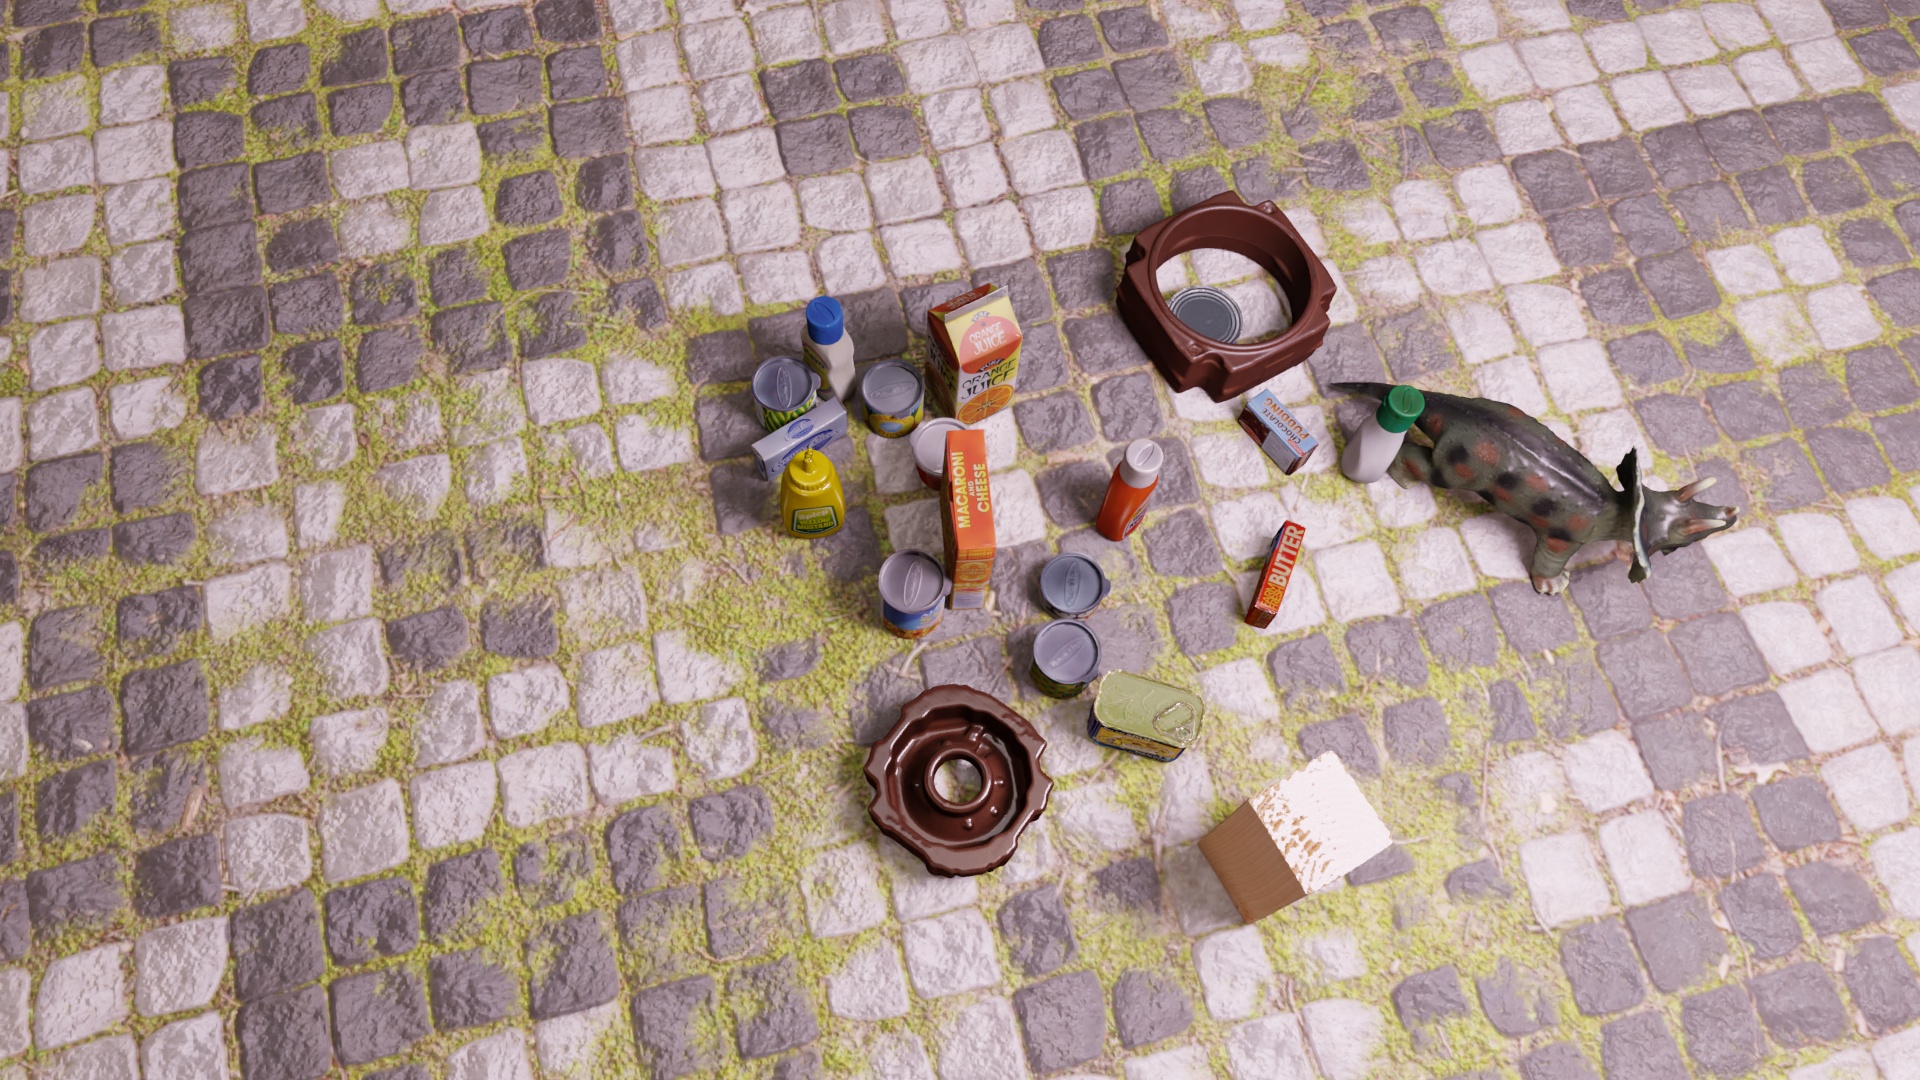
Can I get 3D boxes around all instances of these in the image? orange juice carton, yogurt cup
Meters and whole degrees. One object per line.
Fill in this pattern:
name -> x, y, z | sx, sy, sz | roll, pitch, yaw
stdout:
orange juice carton -> 0.011, -0.193, 1.410 | 0.072, 0.192, 0.073 | -26, 71, -12
yogurt cup -> -0.017, -0.086, 1.439 | 0.072, 0.053, 0.072 | 1, 67, -2

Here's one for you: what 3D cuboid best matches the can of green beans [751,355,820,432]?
can of green beans -> -0.184, -0.151, 1.456 | 0.071, 0.057, 0.071 | 1, 67, -2

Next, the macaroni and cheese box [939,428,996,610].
macaroni and cheese box -> 0.005, -0.017, 1.350 | 0.040, 0.165, 0.124 | -4, 68, -4

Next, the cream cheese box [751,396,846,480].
cream cheese box -> -0.165, -0.105, 1.440 | 0.104, 0.053, 0.024 | -32, 73, -15

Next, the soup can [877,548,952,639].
soup can -> -0.045, 0.054, 1.363 | 0.071, 0.083, 0.071 | 1, 67, -2

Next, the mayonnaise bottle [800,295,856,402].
mayonnaise bottle -> -0.138, -0.198, 1.429 | 0.041, 0.147, 0.065 | -42, 75, -17

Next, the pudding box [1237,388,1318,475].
pudding box -> 0.335, -0.115, 1.470 | 0.030, 0.049, 0.084 | -35, 73, -15

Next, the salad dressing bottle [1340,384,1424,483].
salad dressing bottle -> 0.431, -0.108, 1.419 | 0.044, 0.147, 0.064 | 12, 68, 3

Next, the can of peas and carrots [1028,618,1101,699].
can of peas and carrots -> 0.103, 0.118, 1.356 | 0.071, 0.058, 0.071 | 1, 67, -2

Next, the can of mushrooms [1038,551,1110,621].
can of mushrooms -> 0.114, 0.048, 1.400 | 0.071, 0.033, 0.071 | 1, 67, -2

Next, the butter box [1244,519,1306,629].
butter box -> 0.318, 0.035, 1.405 | 0.024, 0.053, 0.104 | 22, 68, 6

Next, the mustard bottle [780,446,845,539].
mustard bottle -> -0.147, -0.050, 1.360 | 0.065, 0.159, 0.049 | -8, 68, -6

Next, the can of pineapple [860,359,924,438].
can of pineapple -> -0.071, -0.147, 1.460 | 0.071, 0.057, 0.071 | 1, 67, -2

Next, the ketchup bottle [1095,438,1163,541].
ketchup bottle -> 0.170, -0.053, 1.383 | 0.043, 0.148, 0.065 | 34, 70, 11
